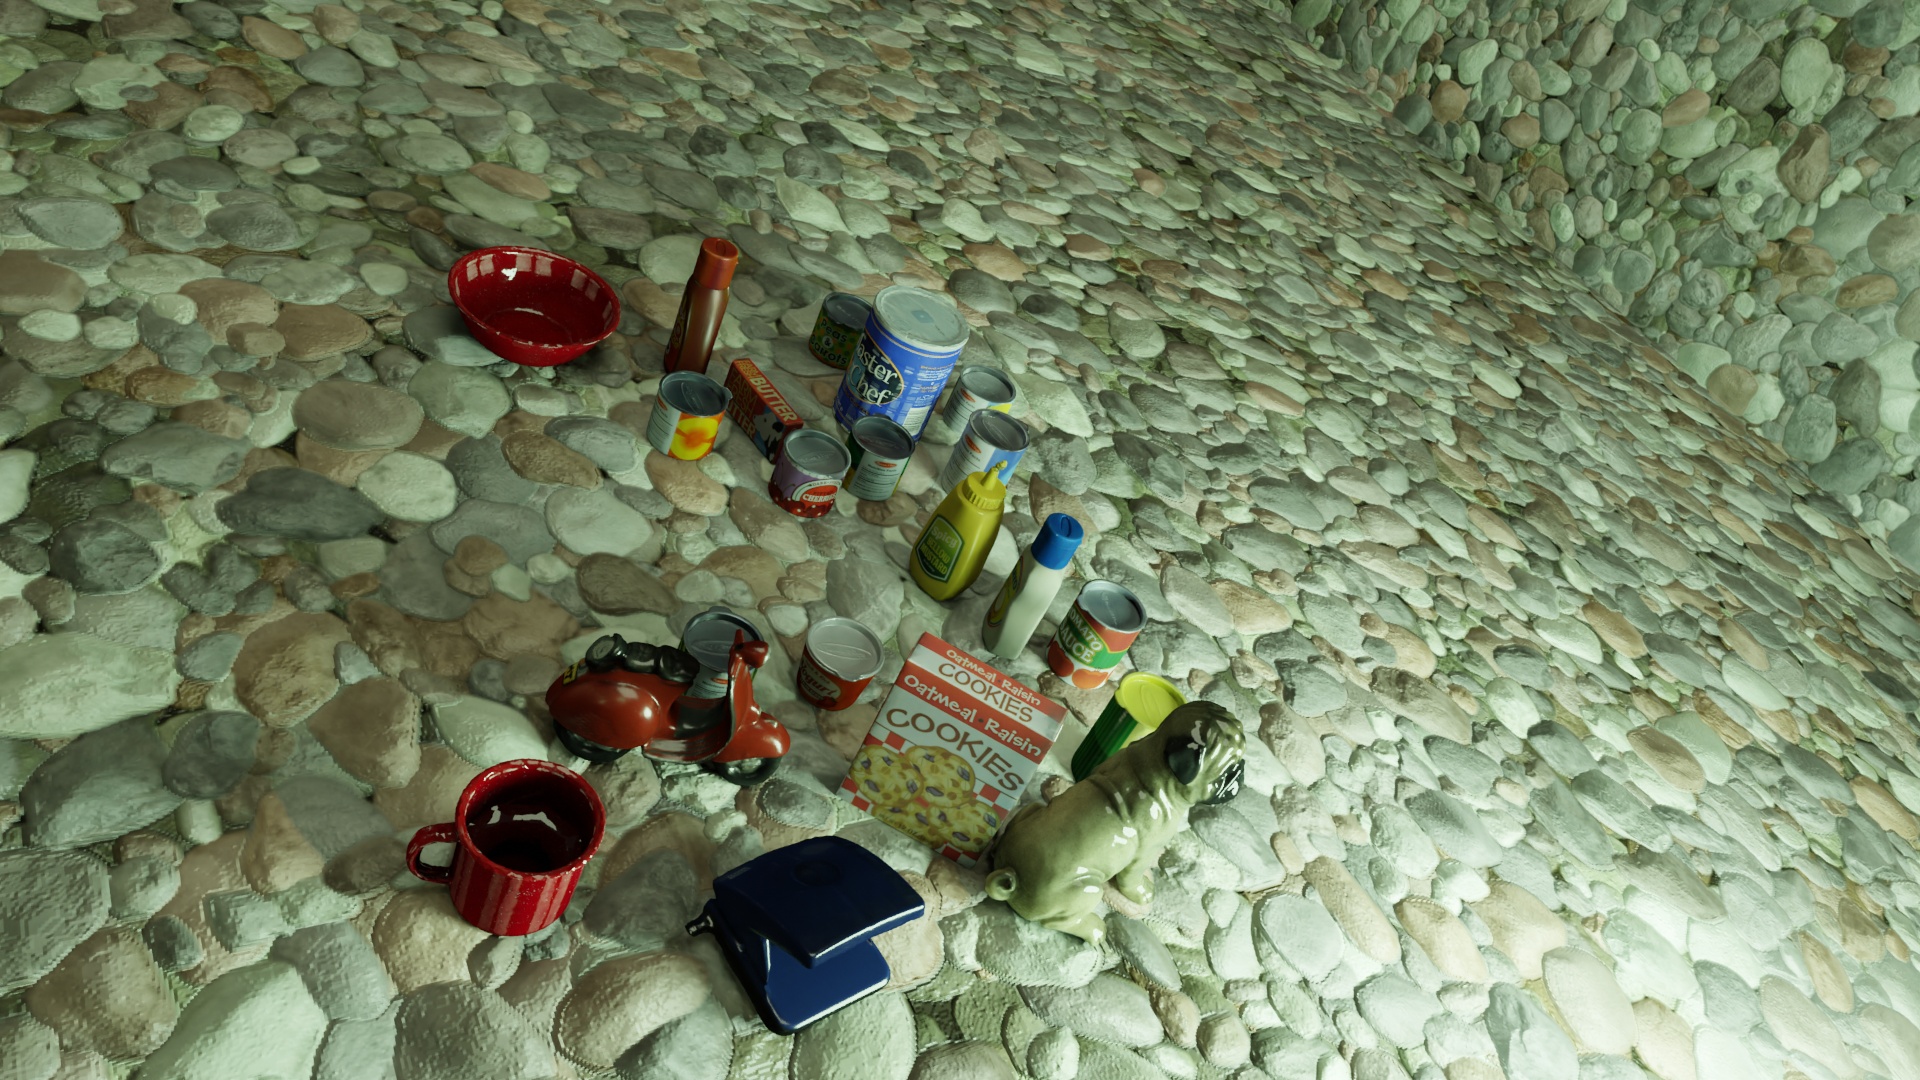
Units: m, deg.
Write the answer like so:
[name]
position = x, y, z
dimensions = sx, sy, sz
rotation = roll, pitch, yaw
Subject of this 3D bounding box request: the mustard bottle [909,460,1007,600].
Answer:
[mustard bottle]
position = 0.005, -0.016, 1.275
dimensions = 0.049, 0.159, 0.065
rotation = -21, 58, -44

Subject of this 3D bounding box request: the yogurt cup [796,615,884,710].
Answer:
[yogurt cup]
position = -0.103, 0.104, 1.157
dimensions = 0.072, 0.053, 0.073
rotation = 17, 39, -14

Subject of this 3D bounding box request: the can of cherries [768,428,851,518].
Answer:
[can of cherries]
position = -0.143, -0.062, 1.323
dimensions = 0.071, 0.058, 0.072
rotation = 17, 39, -14

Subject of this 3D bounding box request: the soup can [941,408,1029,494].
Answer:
[soup can]
position = 0.027, -0.084, 1.429
dimensions = 0.071, 0.083, 0.072
rotation = 17, 39, -14

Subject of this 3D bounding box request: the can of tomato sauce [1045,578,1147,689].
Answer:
[can of tomato sauce]
position = 0.123, 0.088, 1.288
dimensions = 0.071, 0.082, 0.071
rotation = 17, 39, -14

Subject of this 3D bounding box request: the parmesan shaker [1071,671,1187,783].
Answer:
[parmesan shaker]
position = 0.141, 0.170, 1.187
dimensions = 0.071, 0.102, 0.072
rotation = 17, 39, -14

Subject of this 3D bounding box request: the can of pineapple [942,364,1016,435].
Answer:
[can of pineapple]
position = 0.022, -0.151, 1.526
dimensions = 0.071, 0.057, 0.071
rotation = 17, 39, -14

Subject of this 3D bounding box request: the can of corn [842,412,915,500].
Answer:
[can of corn]
position = -0.086, -0.083, 1.383
dimensions = 0.071, 0.058, 0.071
rotation = 17, 39, -14

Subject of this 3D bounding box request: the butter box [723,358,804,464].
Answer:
[butter box]
position = -0.198, -0.129, 1.373
dimensions = 0.024, 0.052, 0.104
rotation = -15, 54, -42

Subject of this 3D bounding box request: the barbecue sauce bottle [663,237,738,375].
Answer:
[barbecue sauce bottle]
position = -0.256, -0.229, 1.376
dimensions = 0.044, 0.147, 0.065
rotation = 9, 41, -22

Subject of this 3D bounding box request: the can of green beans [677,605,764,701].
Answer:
[can of green beans]
position = -0.195, 0.099, 1.106
dimensions = 0.071, 0.057, 0.071
rotation = 17, 39, -14

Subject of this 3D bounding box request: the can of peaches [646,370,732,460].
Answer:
[can of peaches]
position = -0.258, -0.118, 1.321
dimensions = 0.071, 0.057, 0.071
rotation = 17, 39, -14

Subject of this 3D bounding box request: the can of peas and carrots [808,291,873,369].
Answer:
[can of peas and carrots]
position = -0.129, -0.229, 1.526
dimensions = 0.071, 0.058, 0.071
rotation = 17, 39, -14

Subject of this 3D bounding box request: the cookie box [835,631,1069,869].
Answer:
[cookie box]
position = -0.009, 0.161, 1.054
dimensions = 0.123, 0.166, 0.040
rotation = 29, 37, 2

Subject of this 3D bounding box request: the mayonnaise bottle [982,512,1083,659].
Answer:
[mayonnaise bottle]
position = 0.065, 0.039, 1.257
dimensions = 0.041, 0.147, 0.065
rotation = 18, 38, -13
